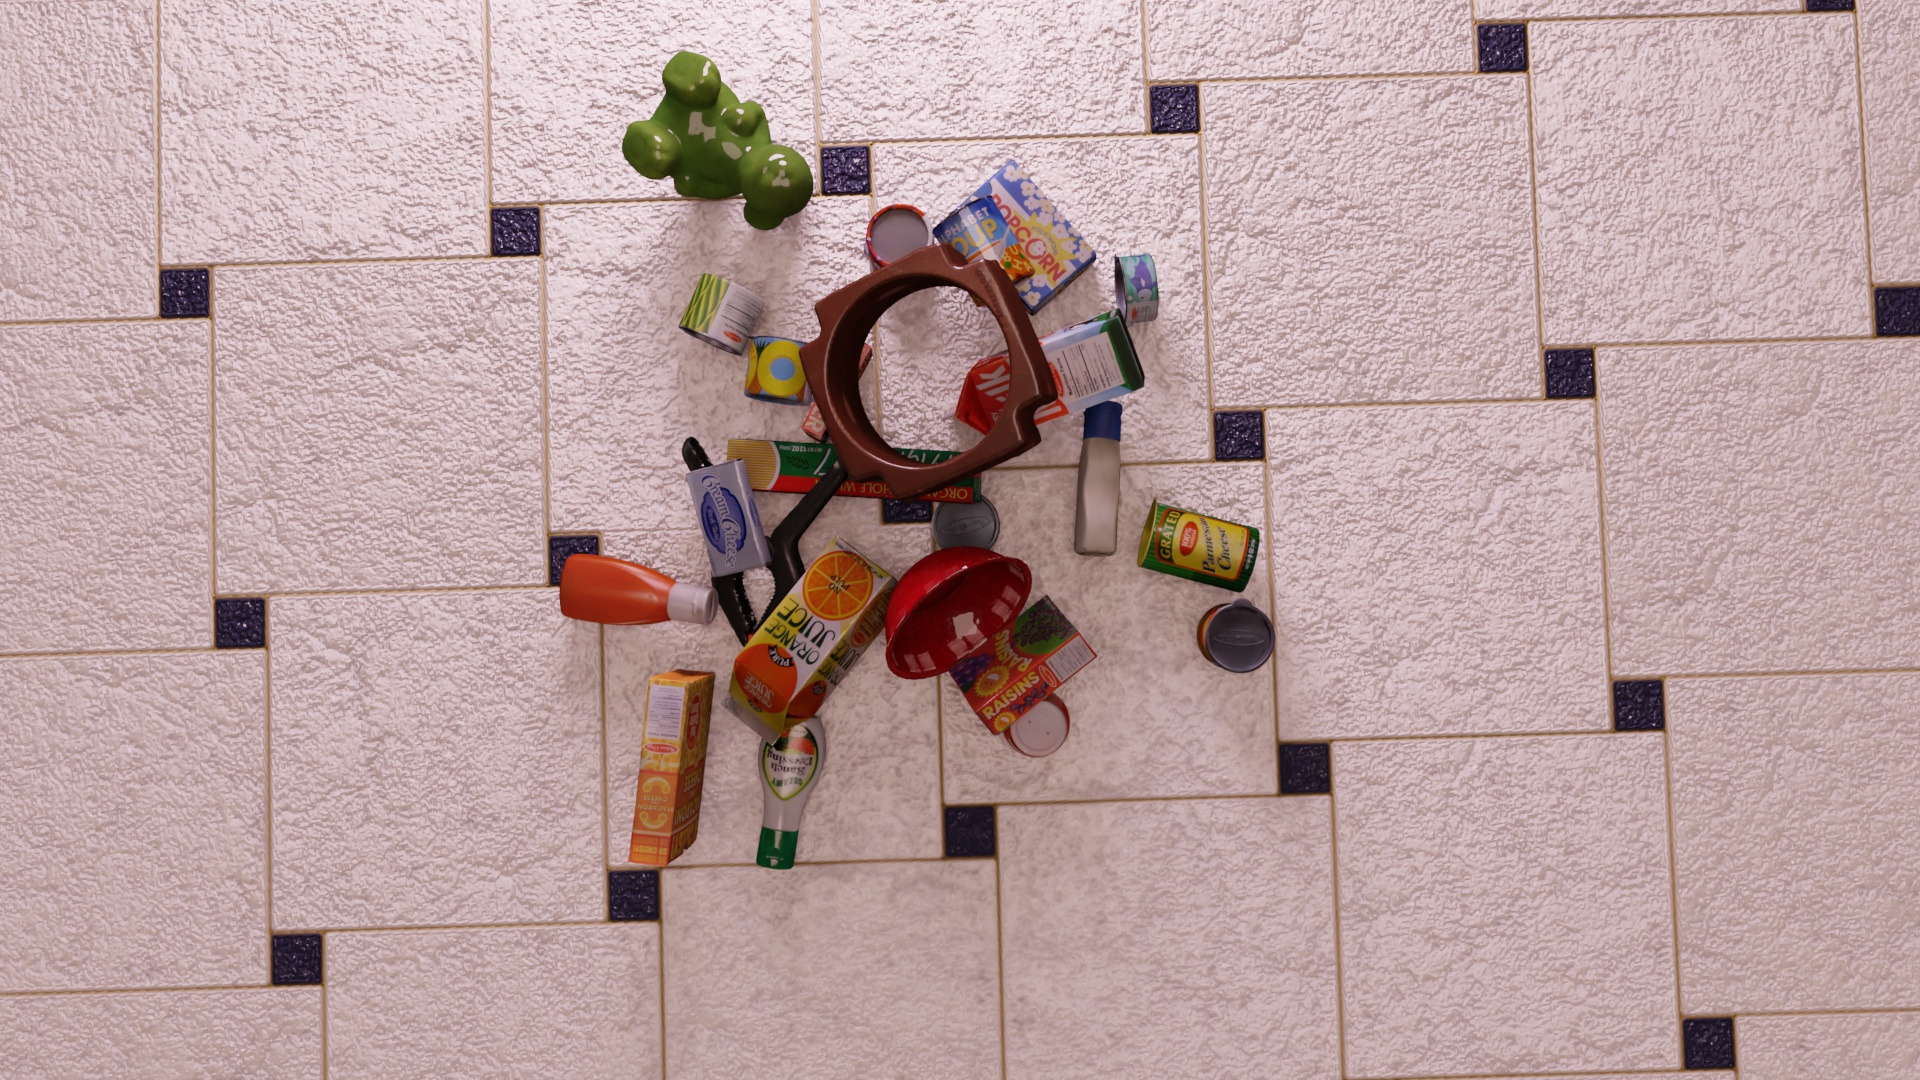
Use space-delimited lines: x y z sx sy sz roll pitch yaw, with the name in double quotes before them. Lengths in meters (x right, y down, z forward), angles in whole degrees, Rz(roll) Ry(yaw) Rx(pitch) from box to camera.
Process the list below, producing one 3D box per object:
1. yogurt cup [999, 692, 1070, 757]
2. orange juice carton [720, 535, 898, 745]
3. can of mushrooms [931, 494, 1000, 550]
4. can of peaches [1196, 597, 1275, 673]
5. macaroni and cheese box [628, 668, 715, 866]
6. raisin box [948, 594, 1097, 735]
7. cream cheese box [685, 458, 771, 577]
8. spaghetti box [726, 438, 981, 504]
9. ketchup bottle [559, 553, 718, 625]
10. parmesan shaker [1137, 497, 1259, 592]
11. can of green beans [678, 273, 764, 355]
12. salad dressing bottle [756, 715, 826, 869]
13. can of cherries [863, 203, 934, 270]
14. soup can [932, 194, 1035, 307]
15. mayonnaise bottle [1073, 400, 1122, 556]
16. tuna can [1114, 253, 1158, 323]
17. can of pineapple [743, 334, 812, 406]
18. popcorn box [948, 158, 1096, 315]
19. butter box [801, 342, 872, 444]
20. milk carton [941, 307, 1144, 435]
"yogurt cup" 0.074 0.177 1.335 0.072 0.054 0.072 0 88 -1
"orange juice carton" -0.141 0.098 1.309 0.072 0.073 0.193 35 81 21
"can of mushrooms" 0.005 -0.017 1.353 0.071 0.033 0.071 0 88 1
"can of peaches" 0.264 0.091 1.336 0.071 0.058 0.071 0 88 1
"macaroni and cheese box" -0.268 0.208 1.299 0.040 0.123 0.166 6 88 2
"raisin box" 0.058 0.118 1.320 0.123 0.086 0.040 -38 120 -2
"cream cheese box" -0.217 -0.021 1.299 0.053 0.024 0.103 -14 94 12
"spaghetti box" -0.104 -0.067 1.338 0.250 0.028 0.050 4 89 10
"ketchup bottle" -0.308 0.053 1.331 0.149 0.043 0.064 8 97 12
"parmesan shaker" 0.229 0.004 1.336 0.103 0.071 0.071 14 88 0
"can of green beans" -0.231 -0.219 1.345 0.071 0.071 0.058 24 88 1
"salad dressing bottle" -0.167 0.240 1.337 0.064 0.044 0.147 9 88 -2
"can of cherries" -0.060 -0.288 1.351 0.071 0.058 0.071 0 88 0
"soup can" 0.022 -0.271 1.306 0.071 0.071 0.083 -31 91 -1
"mayonnaise bottle" 0.134 -0.060 1.342 0.041 0.064 0.148 5 84 -2
"tuna can" 0.170 -0.246 1.346 0.033 0.071 0.071 -6 88 -1
"can of pineapple" -0.175 -0.164 1.342 0.071 0.071 0.058 8 88 0
"popcorn box" 0.061 -0.296 1.361 0.085 0.038 0.126 -41 89 0
"butter box" -0.119 -0.145 1.348 0.024 0.053 0.103 28 88 -1
"milk carton" 0.074 -0.152 1.322 0.190 0.072 0.073 -19 102 12
